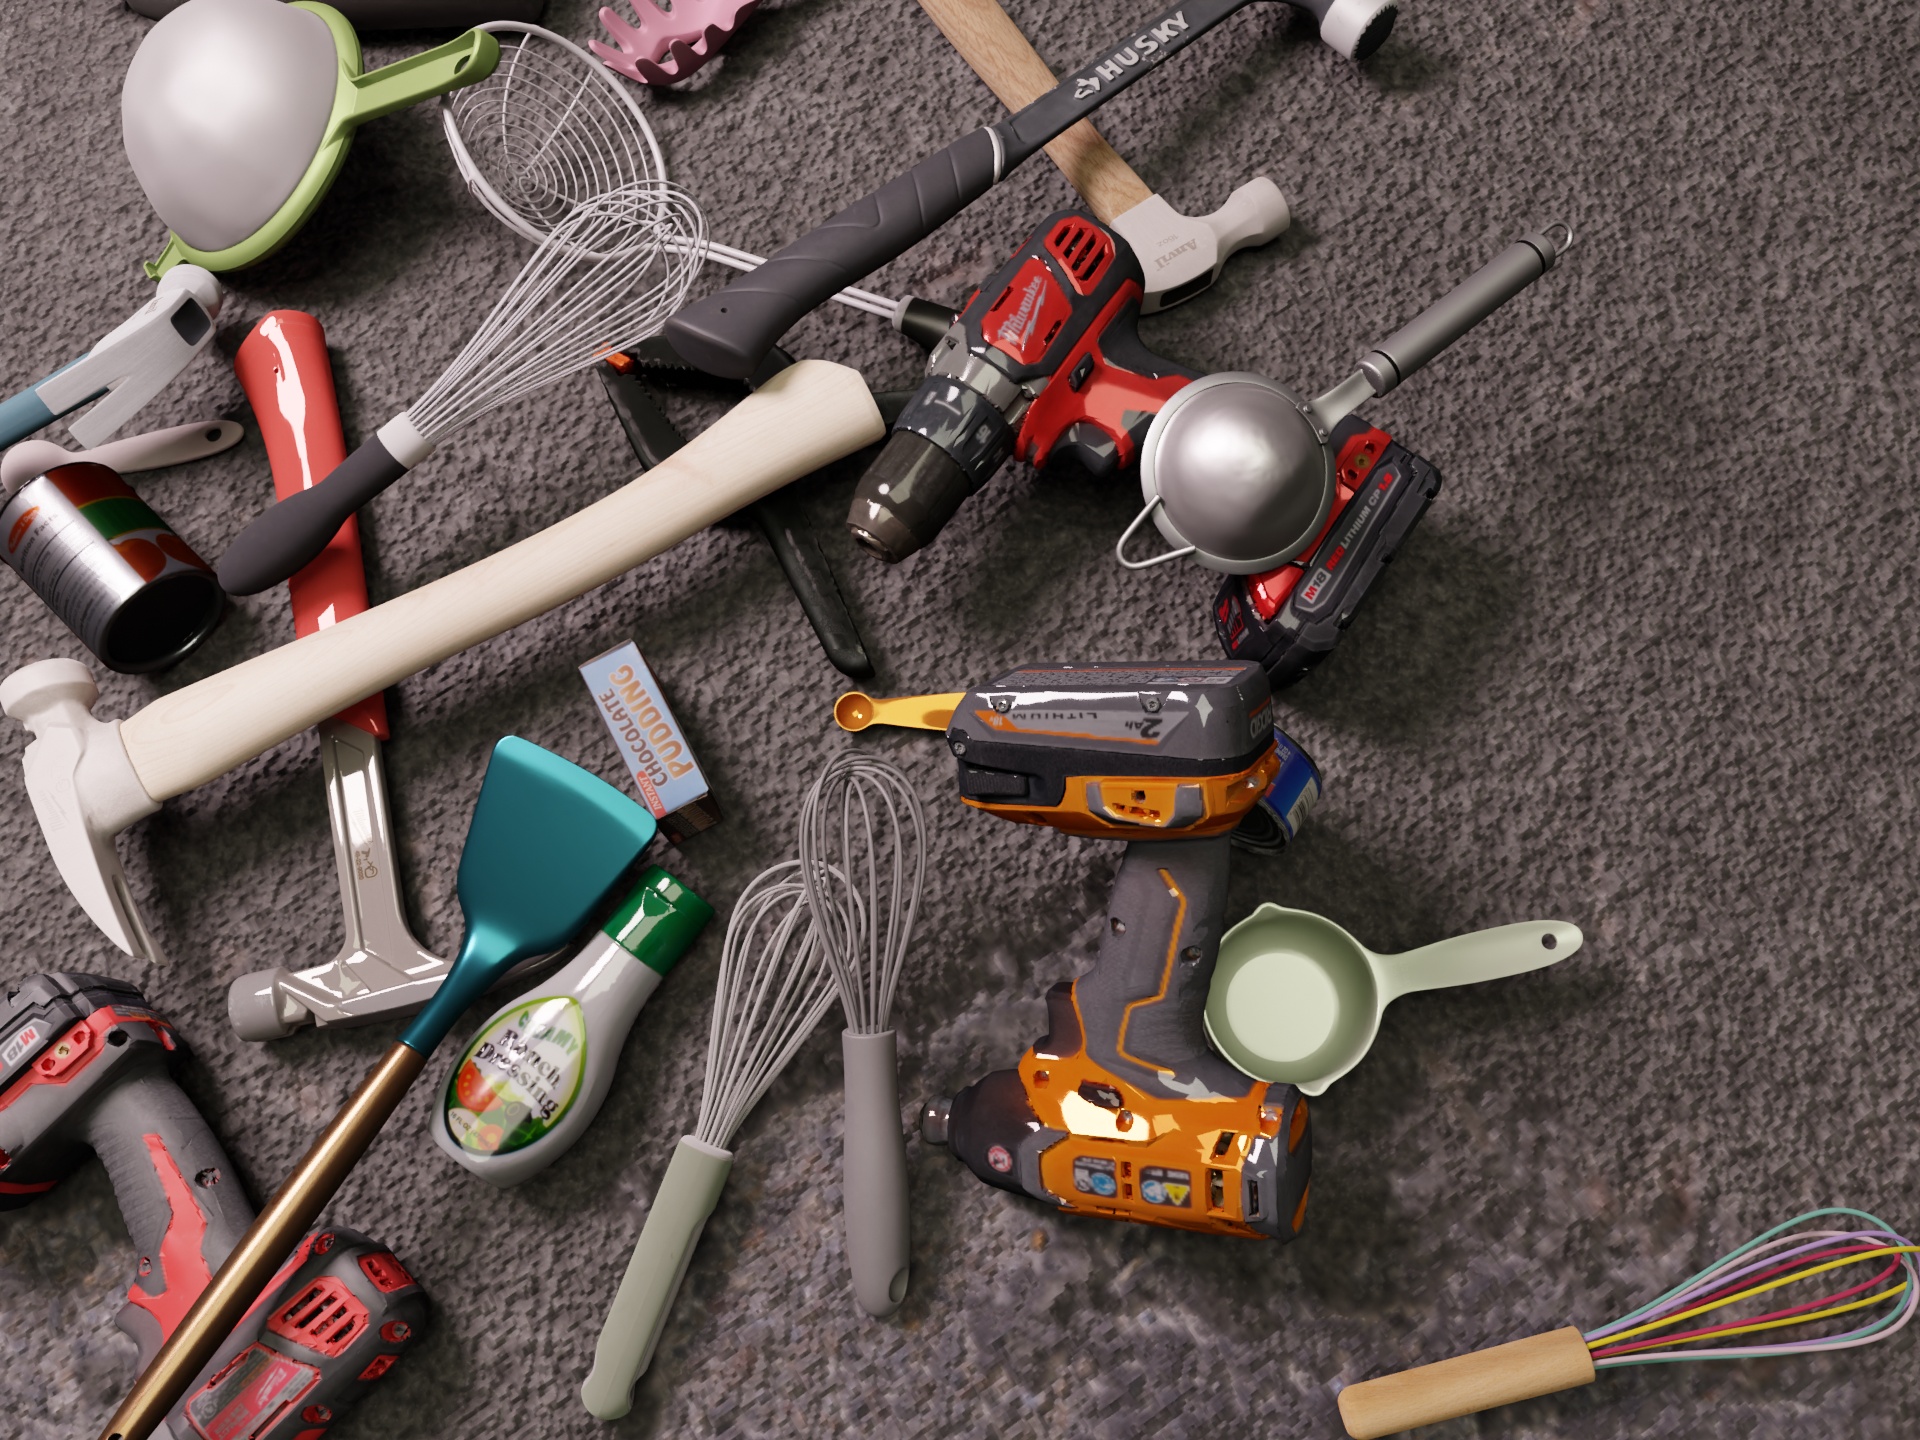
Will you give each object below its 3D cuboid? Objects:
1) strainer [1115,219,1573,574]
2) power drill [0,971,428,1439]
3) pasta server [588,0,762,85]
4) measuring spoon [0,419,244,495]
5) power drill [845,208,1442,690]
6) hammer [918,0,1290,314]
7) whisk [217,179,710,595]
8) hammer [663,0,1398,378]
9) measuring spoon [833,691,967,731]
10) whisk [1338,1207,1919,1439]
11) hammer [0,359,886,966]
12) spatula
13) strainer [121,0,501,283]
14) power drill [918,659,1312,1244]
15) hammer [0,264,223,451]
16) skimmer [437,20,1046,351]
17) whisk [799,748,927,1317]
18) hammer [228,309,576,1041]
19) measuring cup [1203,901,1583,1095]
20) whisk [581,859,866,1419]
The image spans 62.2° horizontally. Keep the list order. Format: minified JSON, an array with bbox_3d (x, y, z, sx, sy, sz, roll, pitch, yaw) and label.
[{"bbox_3d":[0.172,-0.145,0.681,0.258,0.050,0.087,-38,95,-13],"label":"strainer"},{"bbox_3d":[-0.343,0.223,0.662,0.220,0.078,0.143,43,79,11],"label":"power drill"},{"bbox_3d":[-0.060,-0.439,0.844,0.316,0.040,0.060,-37,59,4],"label":"pasta server"},{"bbox_3d":[-0.427,-0.137,0.806,0.124,0.018,0.034,-12,72,-1],"label":"measuring spoon"},{"bbox_3d":[0.078,-0.106,0.724,0.227,0.080,0.188,35,77,4],"label":"power drill"},{"bbox_3d":[0.024,-0.346,0.844,0.130,0.031,0.331,-33,74,-8],"label":"hammer"},{"bbox_3d":[-0.230,-0.149,0.736,0.284,0.070,0.070,-39,75,2],"label":"whisk"},{"bbox_3d":[0.026,-0.291,0.779,0.409,0.036,0.149,-39,73,-17],"label":"hammer"},{"bbox_3d":[-0.001,-0.002,0.750,0.117,0.011,0.021,1,73,-1],"label":"measuring spoon"},{"bbox_3d":[0.272,0.247,0.641,0.245,0.047,0.051,-15,74,1],"label":"whisk"},{"bbox_3d":[-0.217,-0.045,0.721,0.410,0.038,0.146,-28,76,-6],"label":"hammer"},{"bbox_3d":[-0.241,0.152,0.642,0.082,0.044,0.318,30,64,4],"label":"spatula"},{"bbox_3d":[-0.332,-0.308,0.771,0.256,0.069,0.151,0,77,34],"label":"strainer"},{"bbox_3d":[0.053,0.093,0.640,0.164,0.084,0.226,0,101,23],"label":"power drill"},{"bbox_3d":[-0.510,-0.115,0.769,0.331,0.033,0.128,-28,34,3],"label":"hammer"},{"bbox_3d":[-0.081,-0.243,0.785,0.363,0.090,0.127,21,50,7],"label":"skimmer"},{"bbox_3d":[-0.037,0.131,0.666,0.055,0.055,0.239,-2,92,2],"label":"whisk"},{"bbox_3d":[-0.288,-0.037,0.759,0.149,0.036,0.359,-14,73,-2],"label":"hammer"},{"bbox_3d":[0.184,0.113,0.690,0.167,0.038,0.083,-12,72,-3],"label":"measuring cup"},{"bbox_3d":[-0.104,0.176,0.680,0.059,0.057,0.246,21,79,1],"label":"whisk"}]
